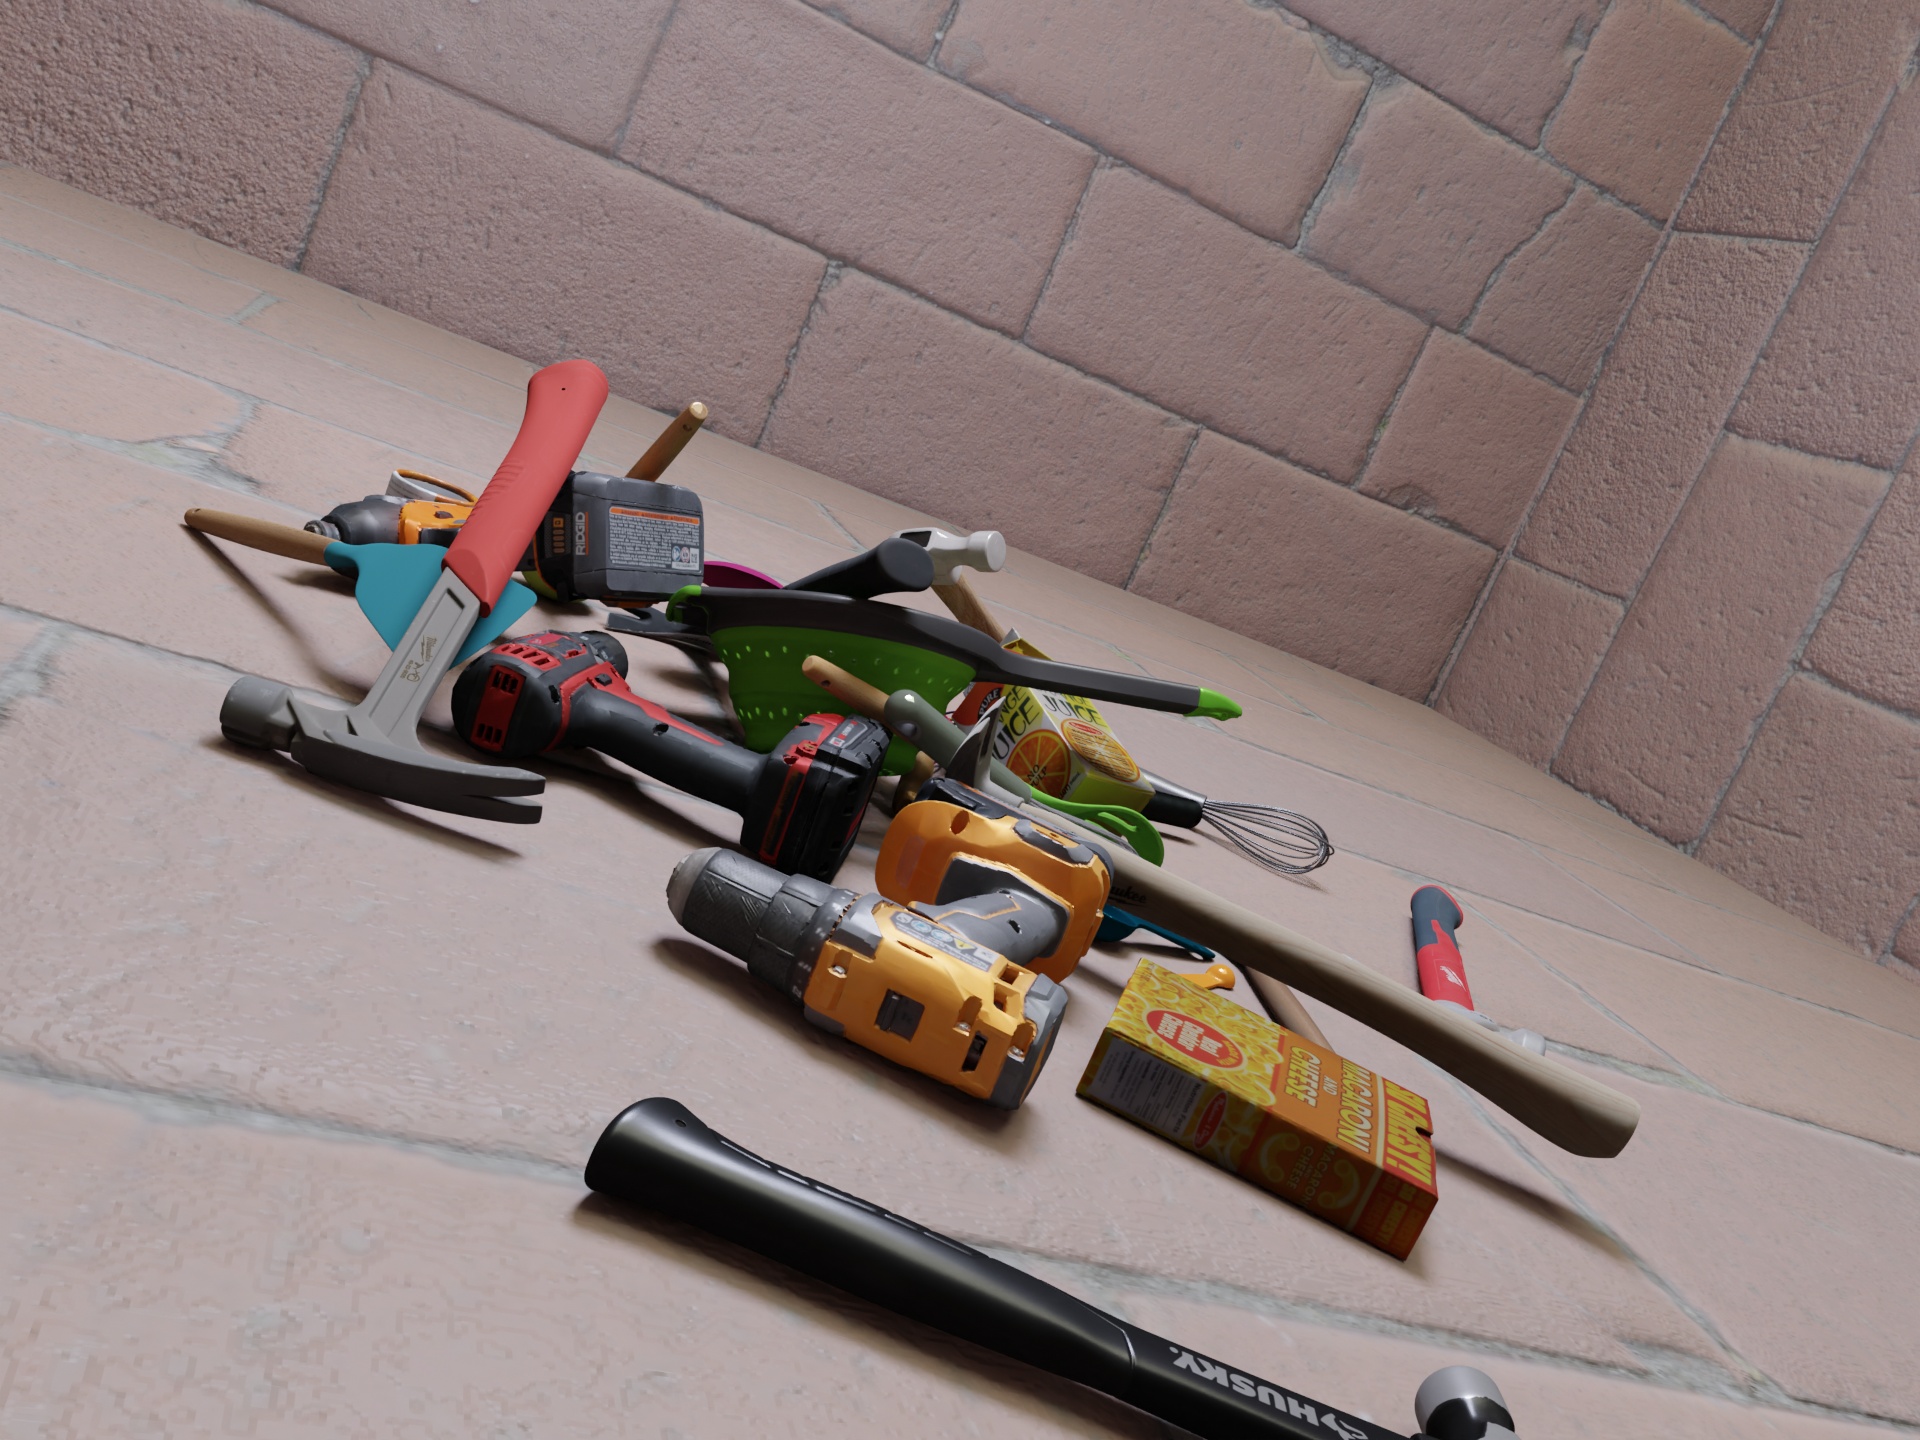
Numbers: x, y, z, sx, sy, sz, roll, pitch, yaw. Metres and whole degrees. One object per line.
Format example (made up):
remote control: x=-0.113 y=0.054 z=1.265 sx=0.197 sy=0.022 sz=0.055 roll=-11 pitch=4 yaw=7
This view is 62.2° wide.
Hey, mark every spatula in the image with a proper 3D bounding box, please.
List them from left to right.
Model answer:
spatula: x=-0.376 y=-0.091 z=0.934 sx=0.318 sy=0.044 sz=0.082 roll=16 pitch=48 yaw=39
spatula: x=0.193 y=0.166 z=1.010 sx=0.059 sy=0.018 sz=0.316 roll=18 pitch=12 yaw=-11

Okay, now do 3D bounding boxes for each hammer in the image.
hammer: x=-0.246 y=-0.091 z=0.860 sx=0.149 sy=0.036 sz=0.359 roll=16 pitch=41 yaw=-5
hammer: x=-0.126 y=-0.081 z=1.095 sx=0.149 sy=0.036 sz=0.409 roll=13 pitch=-9 yaw=-26
hammer: x=0.031 y=-0.056 z=1.320 sx=0.130 sy=0.031 sz=0.331 roll=5 pitch=-27 yaw=30
hammer: x=0.038 y=0.202 z=0.510 sx=0.335 sy=0.035 sz=0.146 roll=23 pitch=11 yaw=0
hammer: x=0.174 y=0.122 z=0.877 sx=0.411 sy=0.146 sz=0.038 roll=26 pitch=51 yaw=13
hammer: x=0.353 y=0.177 z=1.221 sx=0.143 sy=0.038 sz=0.386 roll=24 pitch=12 yaw=10

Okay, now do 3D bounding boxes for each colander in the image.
colander: x=-0.002 y=-0.003 z=1.055 sx=0.397 sy=0.094 sz=0.204 roll=9 pitch=-8 yaw=-14

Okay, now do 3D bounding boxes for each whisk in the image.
whisk: x=-0.024 y=0.026 z=1.163 sx=0.047 sy=0.051 sz=0.245 roll=28 pitch=14 yaw=-4
whisk: x=0.040 y=0.054 z=0.988 sx=0.058 sy=0.059 sz=0.246 roll=-19 pitch=-47 yaw=40
whisk: x=0.210 y=0.076 z=1.386 sx=0.239 sy=0.055 sz=0.055 roll=21 pitch=11 yaw=12

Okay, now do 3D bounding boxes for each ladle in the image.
ladle: x=-0.243 y=-0.158 z=1.128 sx=0.078 sy=0.062 sz=0.320 roll=30 pitch=-30 yaw=-21

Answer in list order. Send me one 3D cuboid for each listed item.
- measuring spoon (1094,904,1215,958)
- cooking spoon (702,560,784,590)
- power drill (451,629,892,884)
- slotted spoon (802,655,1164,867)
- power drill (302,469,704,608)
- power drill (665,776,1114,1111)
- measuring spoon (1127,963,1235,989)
measuring spoon: x=0.117 y=0.139 z=1.006 sx=0.128 sy=0.021 sz=0.042 roll=26 pitch=7 yaw=-38
cooking spoon: x=-0.112 y=-0.084 z=1.257 sx=0.069 sy=0.017 sz=0.318 roll=6 pitch=-7 yaw=27
power drill: x=-0.159 y=0.006 z=0.917 sx=0.226 sy=0.080 sz=0.188 roll=20 pitch=11 yaw=1
slotted spoon: x=0.020 y=0.033 z=1.010 sx=0.313 sy=0.070 sz=0.031 roll=32 pitch=36 yaw=-36
power drill: x=-0.301 y=-0.116 z=1.036 sx=0.226 sy=0.084 sz=0.164 roll=2 pitch=3 yaw=25
power drill: x=-0.025 y=0.093 z=0.779 sx=0.185 sy=0.084 sz=0.226 roll=24 pitch=16 yaw=10
measuring spoon: x=0.135 y=0.155 z=0.961 sx=0.021 sy=0.011 sz=0.116 roll=32 pitch=14 yaw=36
